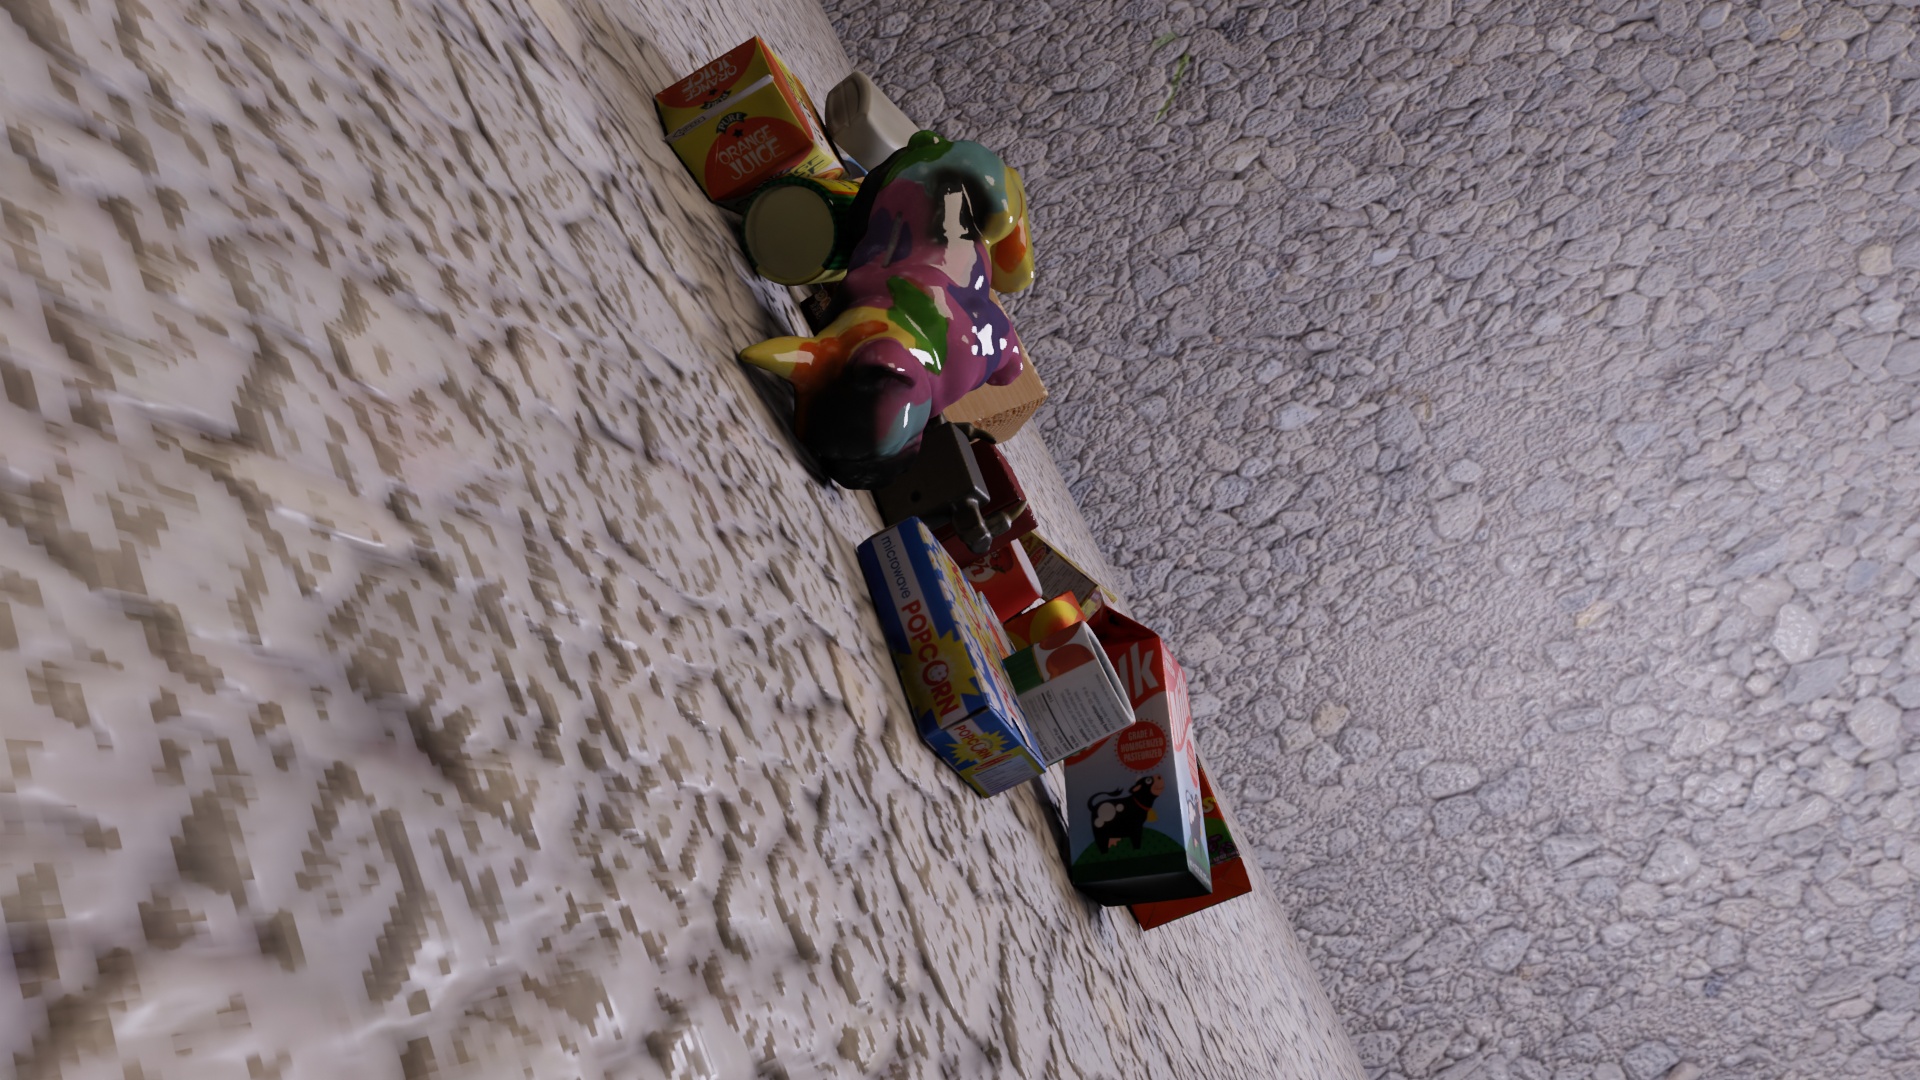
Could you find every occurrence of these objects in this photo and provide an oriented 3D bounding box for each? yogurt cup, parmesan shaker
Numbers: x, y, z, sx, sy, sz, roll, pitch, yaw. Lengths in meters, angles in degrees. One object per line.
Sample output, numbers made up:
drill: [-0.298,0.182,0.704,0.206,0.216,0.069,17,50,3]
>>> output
yogurt cup: [0.020,0.025,0.945,0.072,0.054,0.072,61,8,-14]
parmesan shaker: [-0.087,-0.197,0.882,0.071,0.071,0.103,62,18,-4]

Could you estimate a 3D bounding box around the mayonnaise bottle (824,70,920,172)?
mayonnaise bottle: [-0.033,-0.257,0.968,0.148,0.041,0.065,37,32,-42]

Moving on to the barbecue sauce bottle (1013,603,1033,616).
barbecue sauce bottle: [0.004,-0.013,1.007,0.148,0.043,0.065,57,4,-30]

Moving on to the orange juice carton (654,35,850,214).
orange juice carton: [-0.129,-0.255,0.871,0.073,0.072,0.193,62,7,-4]

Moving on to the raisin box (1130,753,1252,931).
raisin box: [0.154,0.219,1.028,0.124,0.086,0.040,-103,170,-62]

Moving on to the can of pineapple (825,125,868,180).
can of pineapple: [-0.114,-0.321,1.221,0.070,0.071,0.058,55,11,-43]

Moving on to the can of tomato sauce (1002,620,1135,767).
can of tomato sauce: [0.046,0.090,0.779,0.071,0.083,0.071,61,8,-14]

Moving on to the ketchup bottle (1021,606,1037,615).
ketchup bottle: [0.080,0.086,1.160,0.065,0.043,0.149,57,7,8]

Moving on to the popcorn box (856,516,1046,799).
popcorn box: [-0.005,0.060,0.718,0.085,0.038,0.127,54,11,-52]

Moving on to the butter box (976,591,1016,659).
butter box: [0.018,0.076,0.865,0.053,0.024,0.104,59,8,-19]

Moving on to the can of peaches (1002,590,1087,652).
can of peaches: [0.067,0.076,1.017,0.058,0.071,0.071,62,7,7]

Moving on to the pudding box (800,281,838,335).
pudding box: [-0.078,-0.143,0.974,0.050,0.030,0.083,62,7,10]

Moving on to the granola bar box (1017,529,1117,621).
granola bar box: [0.066,0.020,1.168,0.124,0.039,0.165,40,3,13]

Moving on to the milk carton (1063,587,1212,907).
milk carton: [0.108,0.129,0.889,0.072,0.073,0.191,50,32,-56]
